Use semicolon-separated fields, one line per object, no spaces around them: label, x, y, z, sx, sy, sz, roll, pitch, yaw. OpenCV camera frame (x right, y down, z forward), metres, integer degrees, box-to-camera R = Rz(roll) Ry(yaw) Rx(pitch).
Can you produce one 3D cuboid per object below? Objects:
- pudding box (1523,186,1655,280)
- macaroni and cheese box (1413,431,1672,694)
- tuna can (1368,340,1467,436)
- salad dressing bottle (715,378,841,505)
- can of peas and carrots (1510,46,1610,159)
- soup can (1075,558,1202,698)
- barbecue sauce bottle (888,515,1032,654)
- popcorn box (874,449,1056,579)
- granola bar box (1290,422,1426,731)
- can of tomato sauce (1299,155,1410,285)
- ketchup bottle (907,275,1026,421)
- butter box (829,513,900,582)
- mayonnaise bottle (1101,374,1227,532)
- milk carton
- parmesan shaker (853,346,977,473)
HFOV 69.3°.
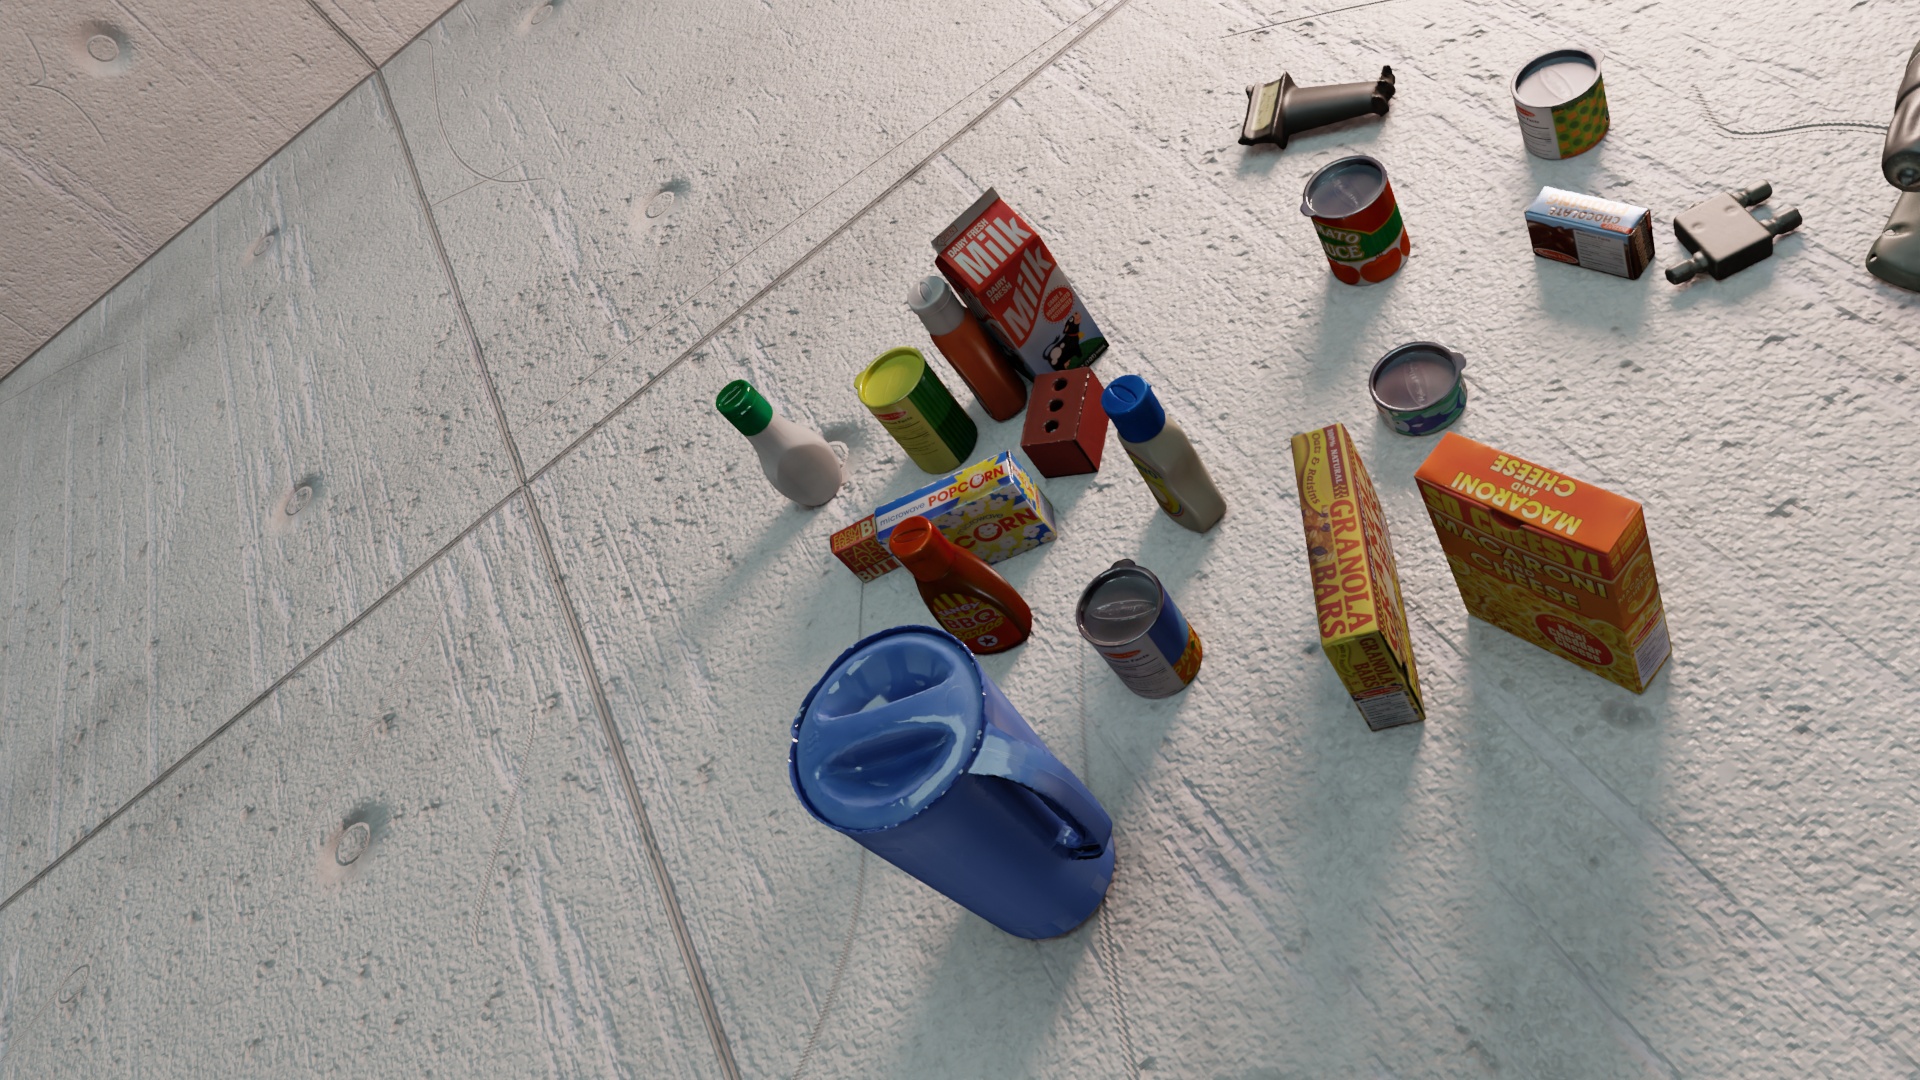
pudding box;0.464;-0.227;1.025;0.084;0.049;0.030;30;77;43
macaroni and cheese box;0.352;0.015;0.835;0.040;0.166;0.124;-51;46;-9
tuna can;0.342;-0.113;1.031;0.071;0.032;0.071;-17;50;22
salad dressing bottle;-0.164;-0.088;1.257;0.064;0.147;0.044;-42;46;-1
can of peas and carrots;0.477;-0.347;1.099;0.071;0.058;0.071;-17;50;22
soup can;0.130;0.064;0.999;0.071;0.083;0.072;-17;50;22
barbecue sauce bottle;-0.003;0.034;1.062;0.065;0.148;0.044;-16;51;23
popcorn box;0.004;-0.014;1.137;0.126;0.085;0.038;-23;48;17
granola bar box;0.262;0.024;0.916;0.039;0.124;0.166;-16;51;23
can of tomato sauce;0.318;-0.255;1.116;0.071;0.083;0.071;-17;50;22
ketchup bottle;0.006;-0.169;1.207;0.043;0.148;0.065;-32;46;9
butter box;-0.055;-0.004;1.191;0.103;0.053;0.024;-26;48;15
mayonnaise bottle;0.149;-0.066;1.039;0.041;0.147;0.065;-46;46;-4
milk carton;0.045;-0.214;1.186;0.072;0.190;0.073;-44;46;-3
parmesan shaker;-0.039;-0.114;1.226;0.071;0.102;0.071;-17;50;22
